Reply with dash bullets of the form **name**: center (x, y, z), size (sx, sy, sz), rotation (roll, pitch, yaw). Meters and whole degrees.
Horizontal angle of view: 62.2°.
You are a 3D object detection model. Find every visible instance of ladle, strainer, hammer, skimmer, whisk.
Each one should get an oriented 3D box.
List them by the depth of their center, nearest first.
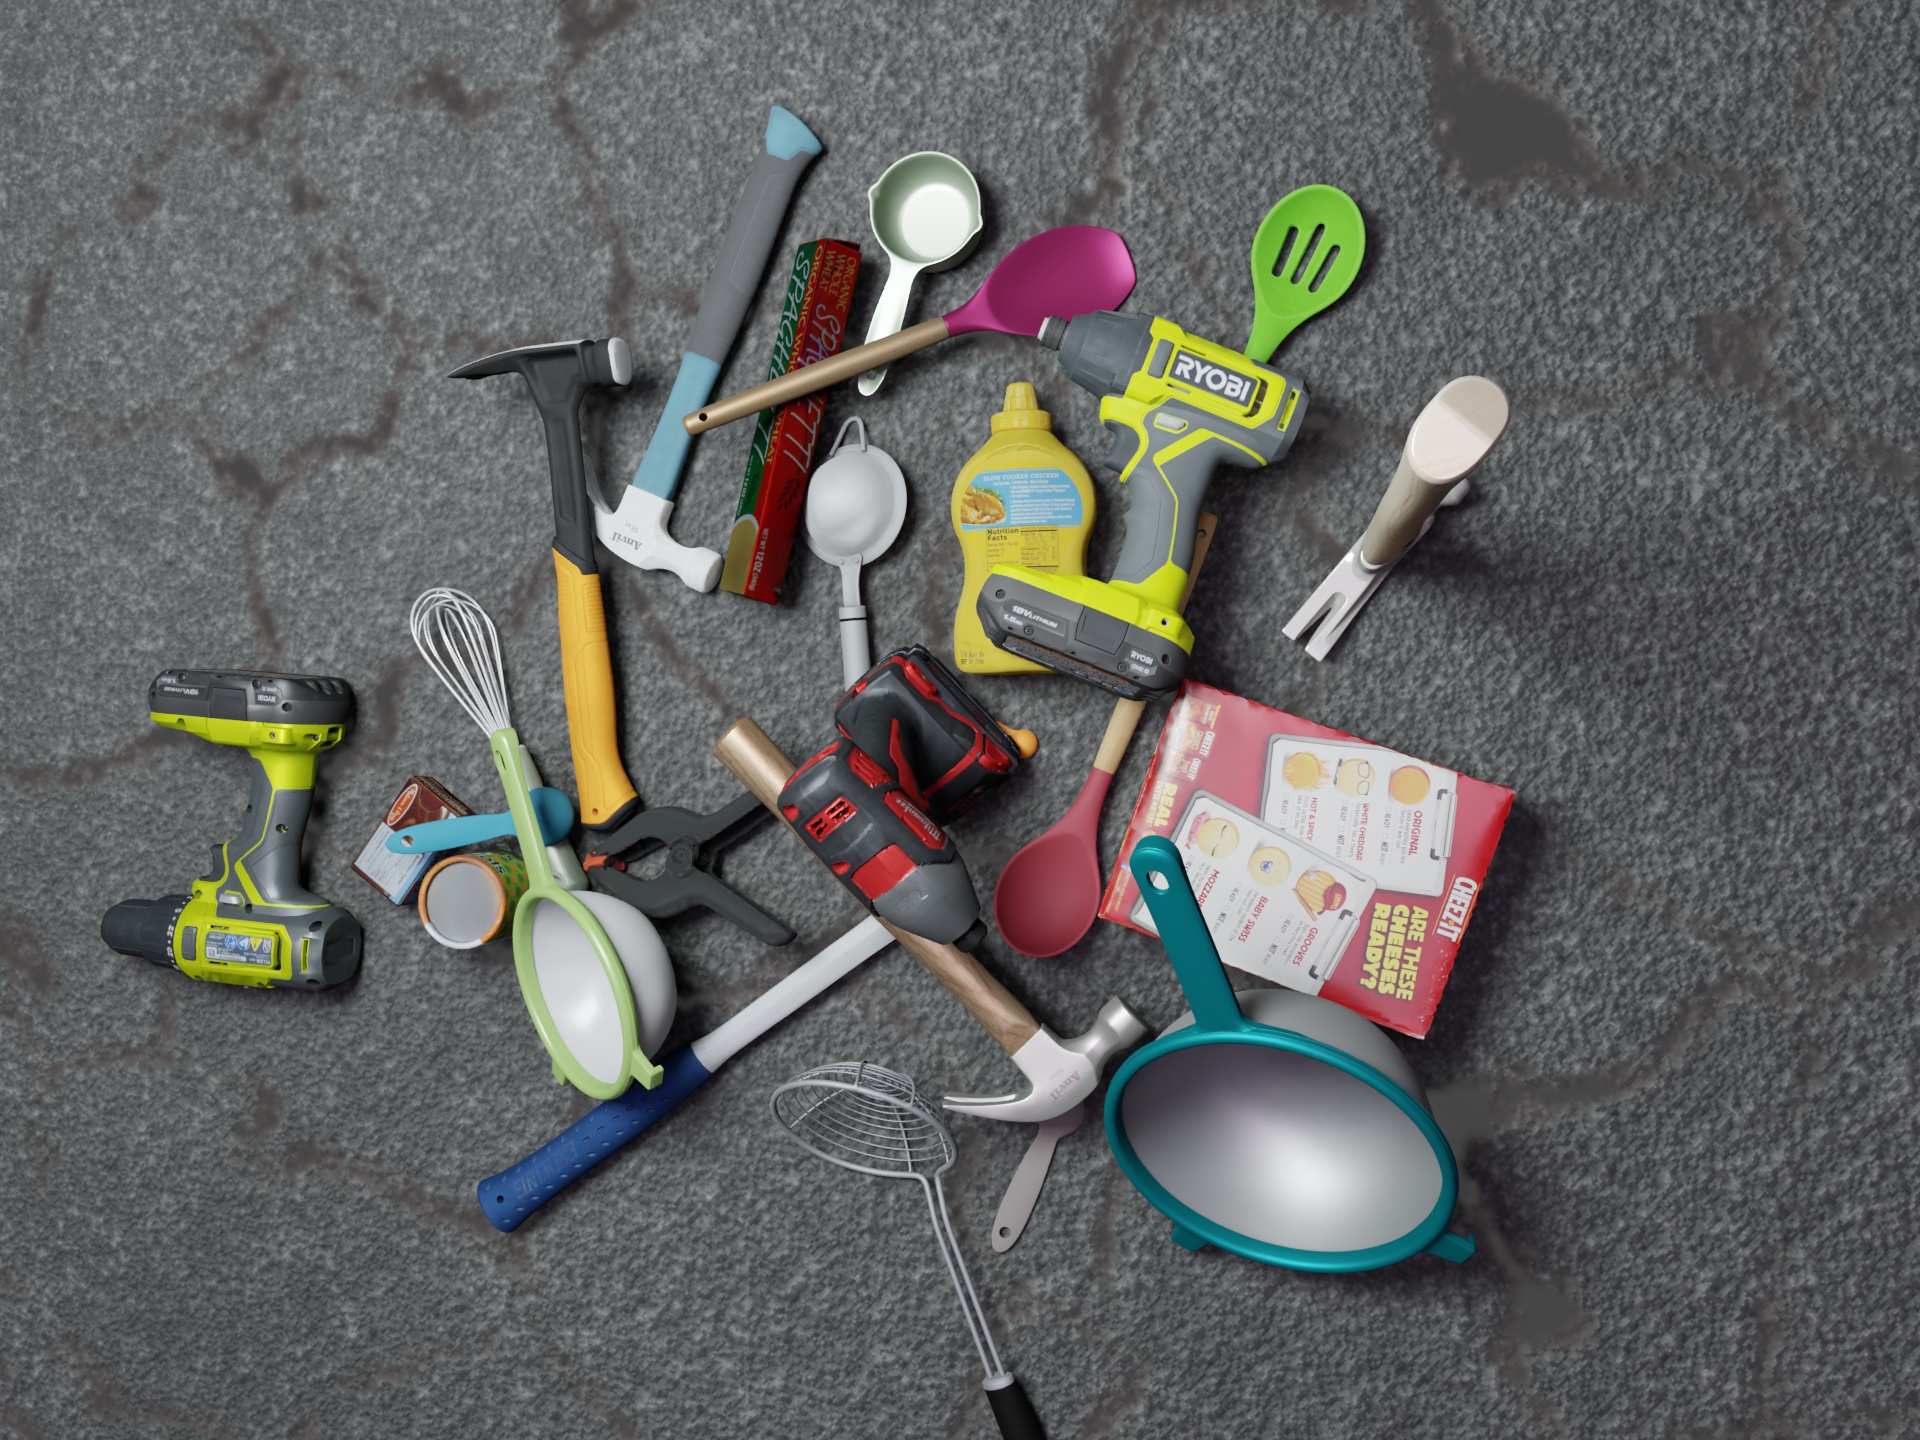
- **hammer**: center (0.228, -0.104, 0.834), size (0.038, 0.410, 0.146), rotation (40, 97, 9)
- **strainer**: center (0.177, 0.184, 0.950), size (0.211, 0.095, 0.340), rotation (-9, 120, 30)
- **hammer**: center (-0.039, 0.127, 1.037), size (0.331, 0.031, 0.130), rotation (45, 95, 4)
- **skimmer**: center (-0.015, 0.389, 1.041), size (0.127, 0.090, 0.363), rotation (-23, 87, 40)
- **ladle**: center (0.104, 0.009, 1.055), size (0.069, 0.031, 0.315), rotation (23, 92, 6)
- **strainer**: center (-0.252, 0.123, 1.073), size (0.151, 0.069, 0.256), rotation (-15, 91, 51)
- **strainer**: center (-0.074, -0.081, 1.086), size (0.087, 0.050, 0.258), rotation (-4, 92, 27)
- **hammer**: center (-0.167, 0.233, 1.101), size (0.405, 0.035, 0.144), rotation (-37, 82, 9)
- **hammer**: center (-0.272, -0.089, 1.104), size (0.127, 0.034, 0.337), rotation (-3, 97, 16)
- **hammer**: center (-0.172, -0.265, 1.111), size (0.128, 0.033, 0.331), rotation (23, 94, 10)
- **whisk**: center (-0.324, 0.016, 1.134), size (0.058, 0.059, 0.246), rotation (-28, 87, 47)

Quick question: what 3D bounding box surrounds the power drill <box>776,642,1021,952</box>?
- **power drill**: center (-0.029, 0.048, 0.971), size (0.078, 0.220, 0.143), rotation (-40, 101, 19)

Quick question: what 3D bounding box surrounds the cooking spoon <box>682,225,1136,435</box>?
- **cooking spoon**: center (-0.034, -0.252, 1.056), size (0.319, 0.017, 0.069), rotation (-22, 93, -5)

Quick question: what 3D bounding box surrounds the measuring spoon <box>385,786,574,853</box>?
- **measuring spoon**: center (-0.332, 0.075, 1.098), size (0.128, 0.021, 0.042), rotation (-10, 90, -10)

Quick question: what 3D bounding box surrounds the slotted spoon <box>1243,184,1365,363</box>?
- **slotted spoon**: center (0.172, -0.200, 1.044), size (0.070, 0.031, 0.314), rotation (28, 97, 8)

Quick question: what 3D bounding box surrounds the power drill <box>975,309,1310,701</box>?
- **power drill**: center (0.100, -0.139, 0.991), size (0.171, 0.080, 0.223), rotation (22, 83, 0)

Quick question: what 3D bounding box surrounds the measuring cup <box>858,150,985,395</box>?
- **measuring cup**: center (-0.035, -0.300, 1.082), size (0.083, 0.038, 0.167), rotation (20, 96, 11)

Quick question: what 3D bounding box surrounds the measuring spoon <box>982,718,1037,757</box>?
- **measuring spoon**: center (-0.002, -0.003, 1.083), size (0.117, 0.011, 0.021), rotation (24, 94, 11)

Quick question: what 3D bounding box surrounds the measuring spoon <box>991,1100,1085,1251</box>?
- **measuring spoon**: center (0.048, 0.302, 1.066), size (0.034, 0.018, 0.124), rotation (24, 95, 11)

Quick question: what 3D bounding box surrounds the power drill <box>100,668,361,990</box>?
- **power drill**: center (-0.532, 0.079, 1.158), size (0.190, 0.080, 0.228), rotation (5, 93, 11)
